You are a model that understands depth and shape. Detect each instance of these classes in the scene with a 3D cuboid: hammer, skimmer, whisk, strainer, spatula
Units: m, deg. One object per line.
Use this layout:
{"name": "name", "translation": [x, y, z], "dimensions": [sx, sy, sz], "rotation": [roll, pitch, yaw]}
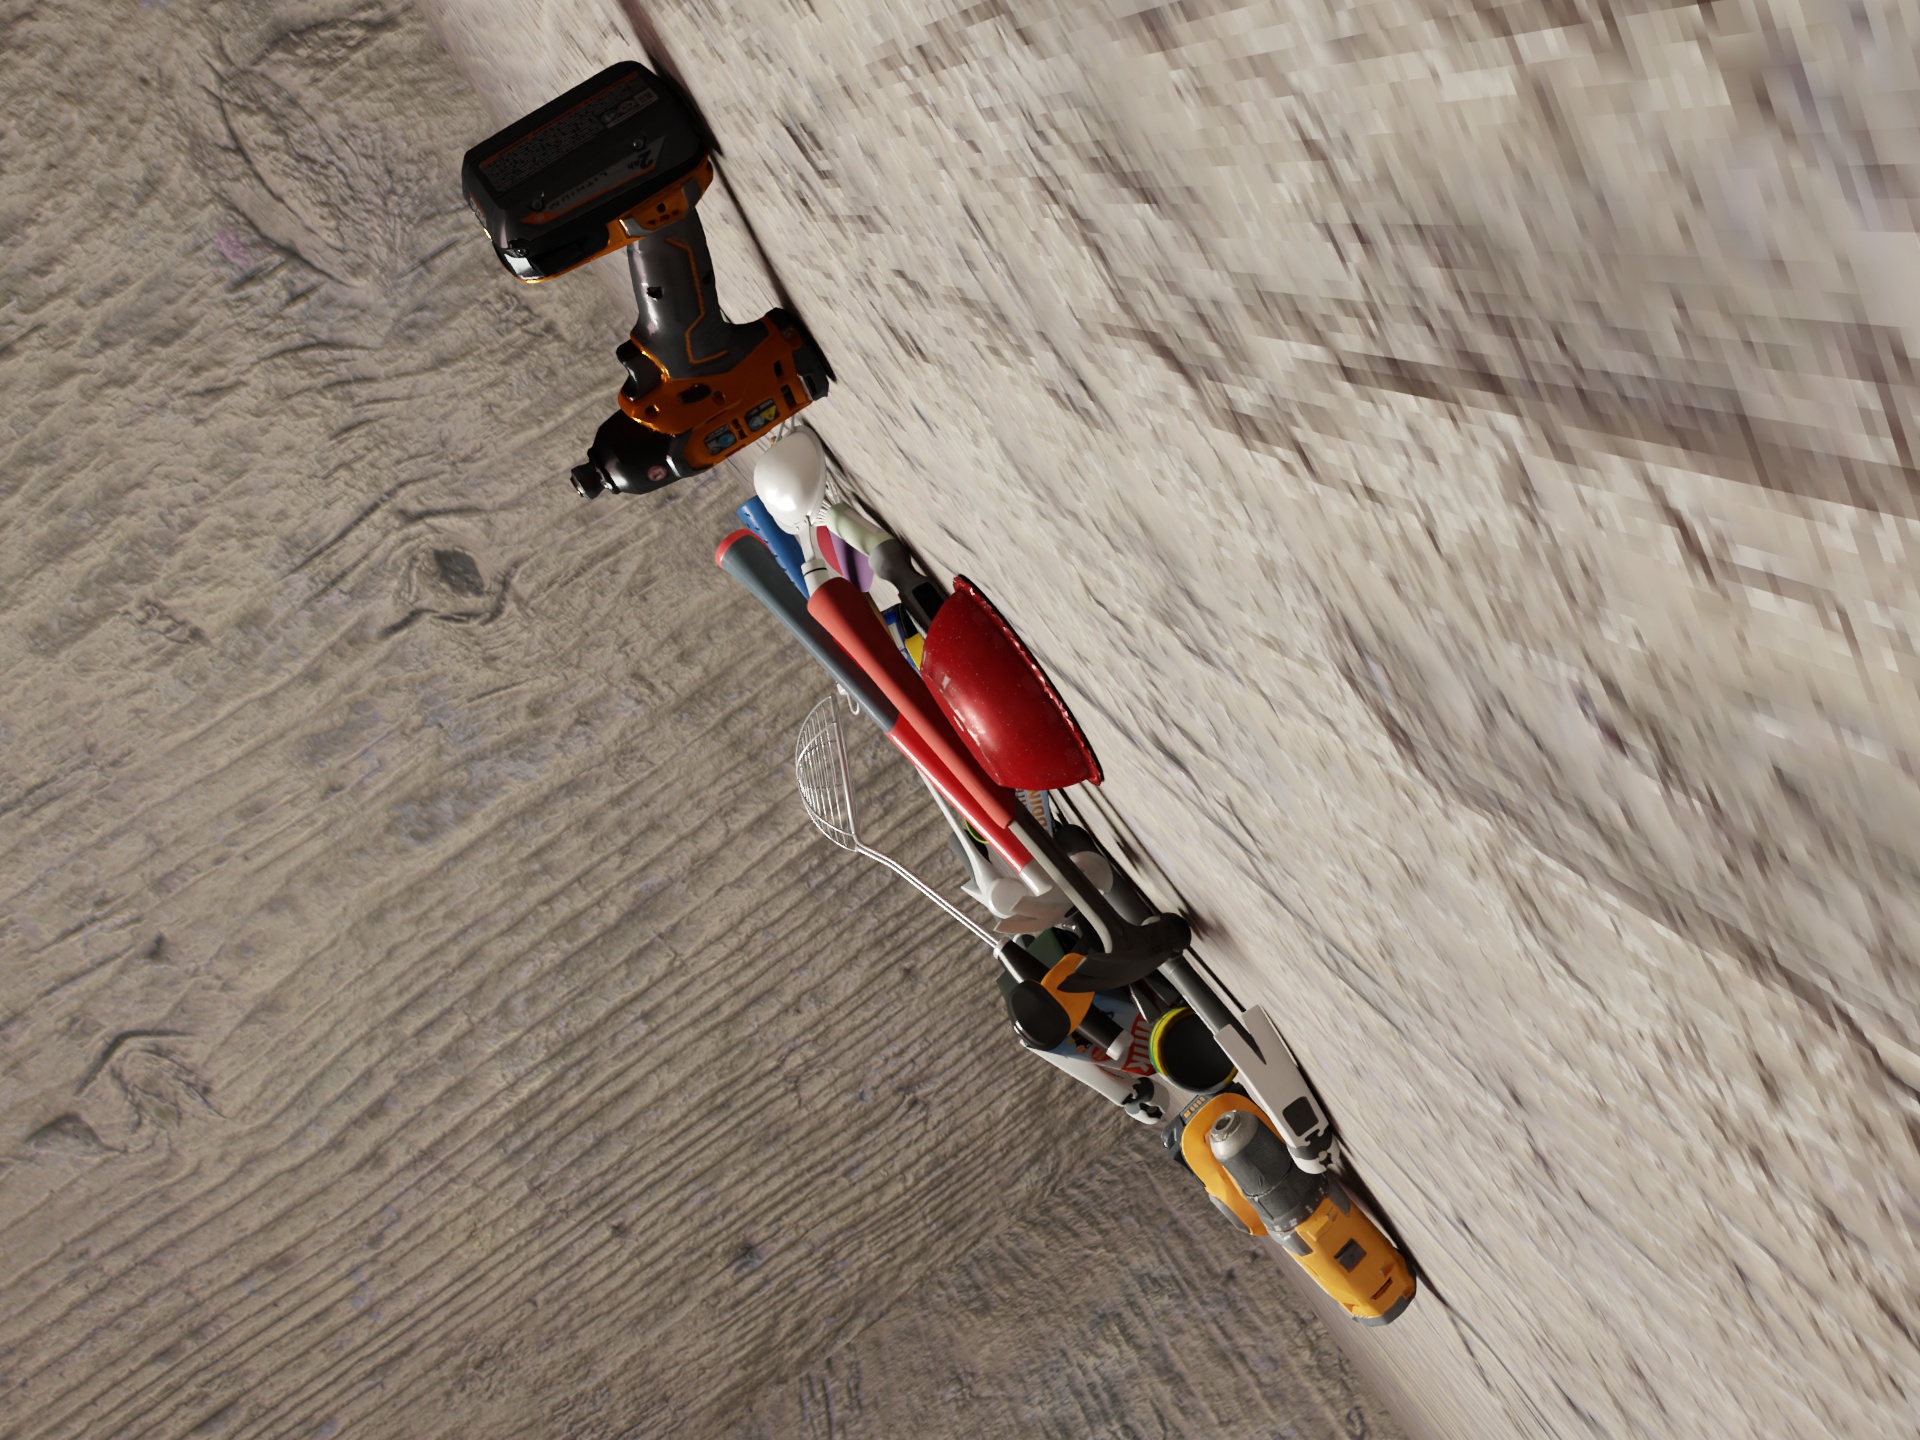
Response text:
{"name": "hammer", "translation": [-0.067, -0.011, 1.341], "dimensions": [0.405, 0.035, 0.144], "rotation": [58, 173, 0]}
{"name": "hammer", "translation": [0.061, 0.215, 1.493], "dimensions": [0.149, 0.036, 0.409], "rotation": [34, -169, -30]}
{"name": "hammer", "translation": [0.151, 0.172, 1.147], "dimensions": [0.146, 0.035, 0.335], "rotation": [57, 176, -38]}
{"name": "skimmer", "translation": [0.004, 0.118, 1.242], "dimensions": [0.363, 0.090, 0.127], "rotation": [37, 161, 17]}
{"name": "whisk", "translation": [-0.100, -0.167, 1.289], "dimensions": [0.057, 0.059, 0.247], "rotation": [16, -168, -28]}
{"name": "strainer", "translation": [-0.118, -0.127, 1.244], "dimensions": [0.087, 0.050, 0.258], "rotation": [-28, 76, 49]}
{"name": "spatula", "translation": [-0.127, -0.196, 1.434], "dimensions": [0.316, 0.018, 0.059], "rotation": [-126, 43, -53]}
{"name": "hammer", "translation": [-0.055, -0.001, 1.143], "dimensions": [0.386, 0.038, 0.143], "rotation": [46, -157, 17]}
{"name": "hammer", "translation": [0.005, 0.034, 1.072], "dimensions": [0.359, 0.036, 0.149], "rotation": [49, -155, 23]}
{"name": "hammer", "translation": [-0.002, -0.004, 1.270], "dimensions": [0.128, 0.033, 0.330], "rotation": [52, 168, 30]}
{"name": "hammer", "translation": [0.086, 0.183, 1.099], "dimensions": [0.127, 0.034, 0.337], "rotation": [46, -171, 8]}

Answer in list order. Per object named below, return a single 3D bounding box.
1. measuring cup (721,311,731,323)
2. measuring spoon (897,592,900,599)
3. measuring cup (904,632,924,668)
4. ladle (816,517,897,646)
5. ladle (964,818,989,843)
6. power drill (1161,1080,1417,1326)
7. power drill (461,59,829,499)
{"name": "measuring cup", "translation": [-0.207, -0.317, 1.302], "dimensions": [0.167, 0.038, 0.083], "rotation": [53, 176, -3]}
{"name": "measuring spoon", "translation": [-0.038, -0.104, 1.307], "dimensions": [0.021, 0.011, 0.117], "rotation": [55, 173, -3]}
{"name": "measuring cup", "translation": [-0.008, -0.044, 1.381], "dimensions": [0.062, 0.029, 0.156], "rotation": [59, -171, 14]}
{"name": "ladle", "translation": [-0.087, -0.110, 1.383], "dimensions": [0.069, 0.031, 0.316], "rotation": [64, 179, -31]}
{"name": "ladle", "translation": [0.020, 0.046, 1.513], "dimensions": [0.320, 0.062, 0.078], "rotation": [75, 180, -70]}
{"name": "power drill", "translation": [0.227, 0.340, 1.195], "dimensions": [0.185, 0.084, 0.226], "rotation": [47, 174, -11]}
{"name": "power drill", "translation": [-0.181, -0.225, 0.885], "dimensions": [0.084, 0.164, 0.226], "rotation": [53, 173, 37]}
